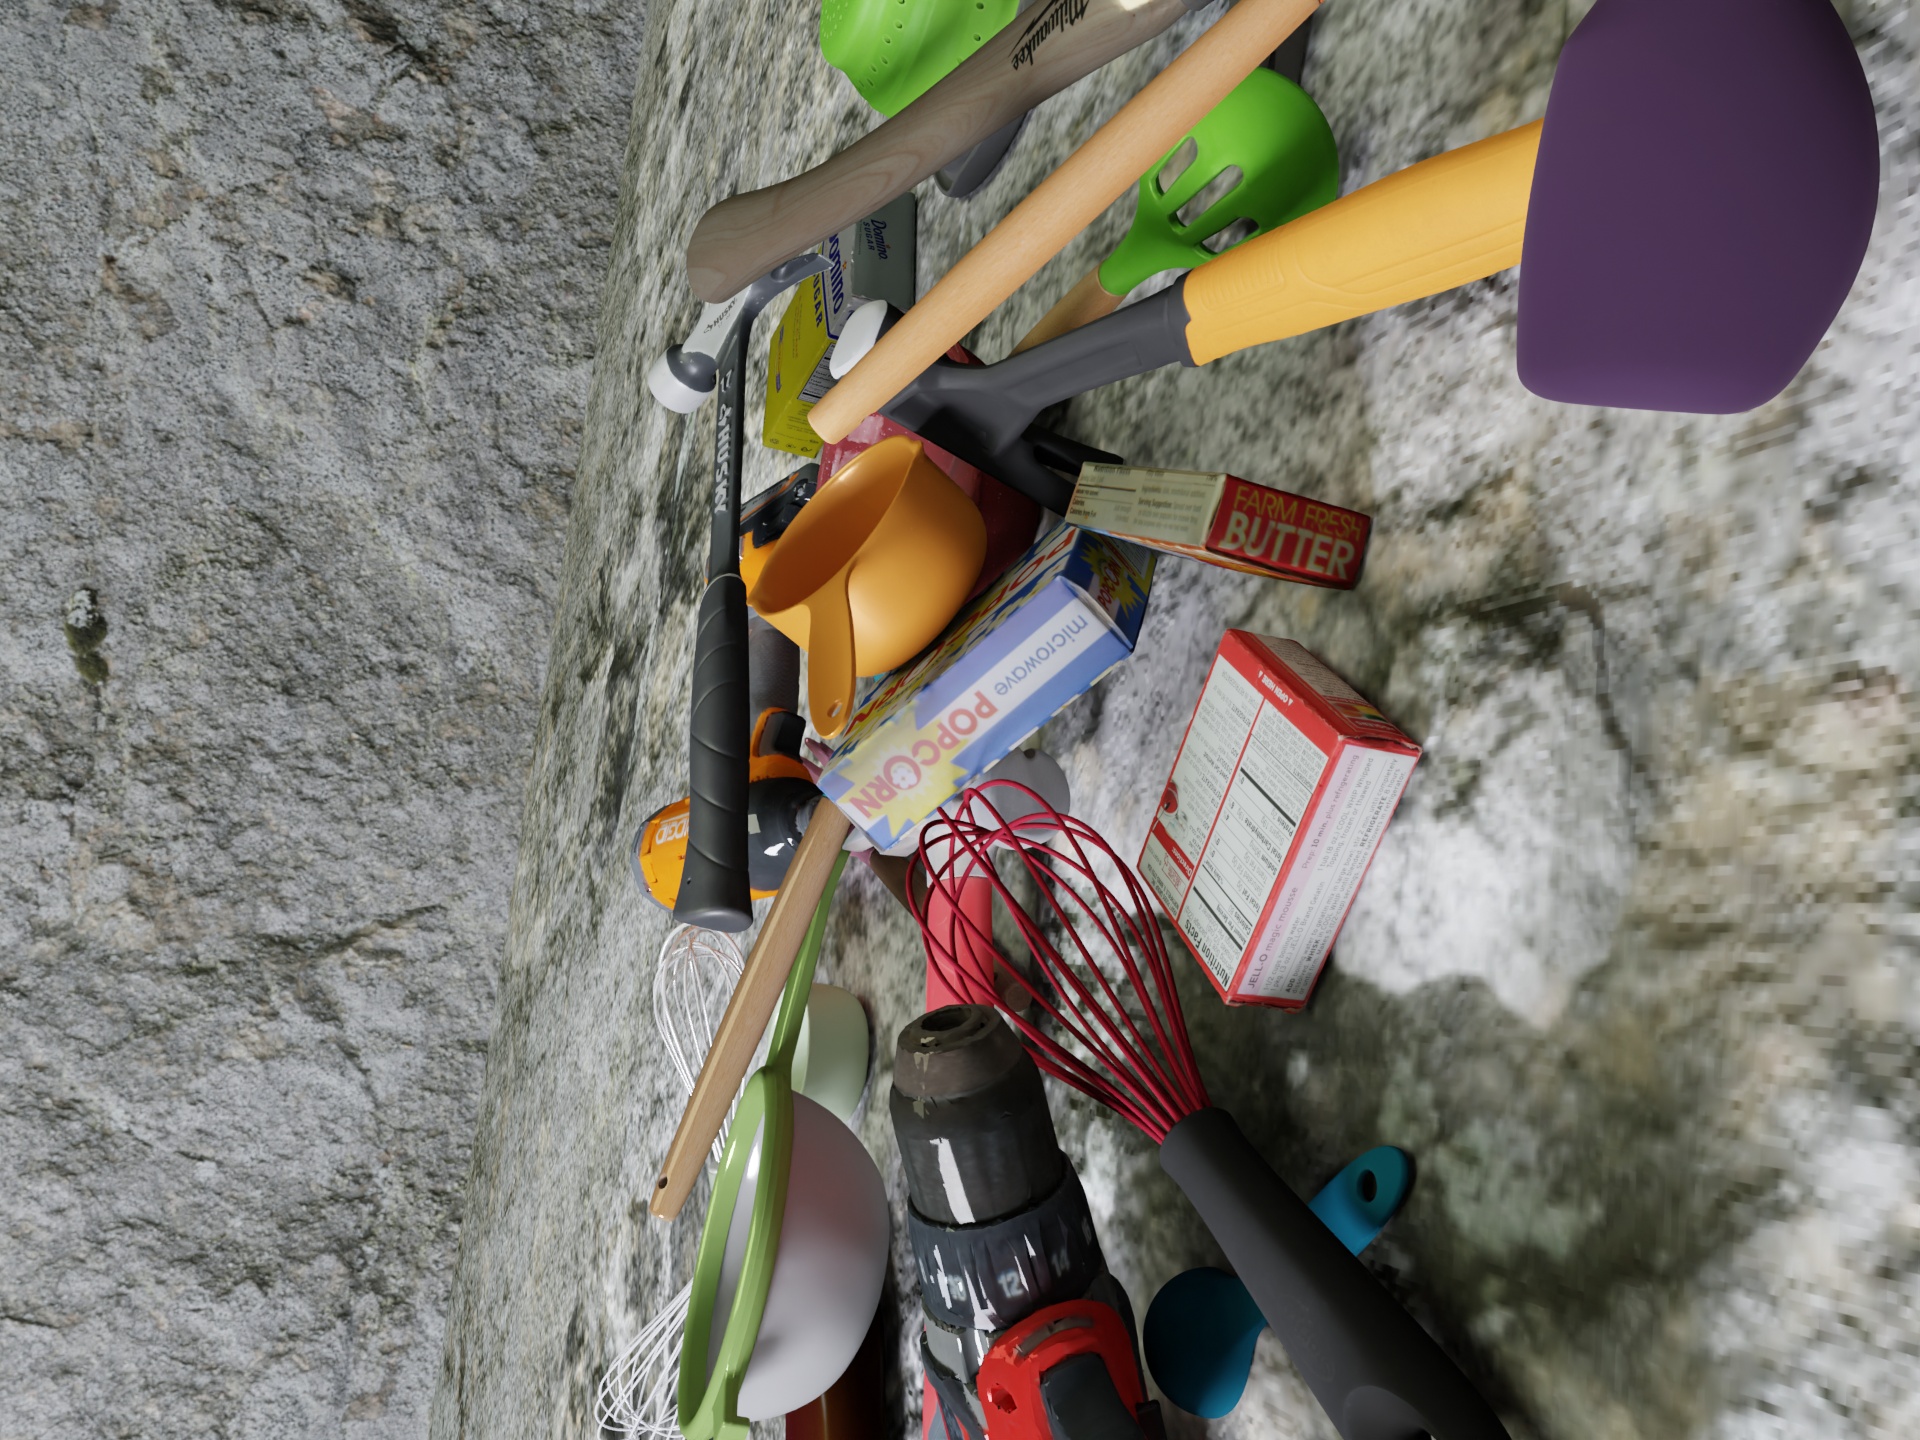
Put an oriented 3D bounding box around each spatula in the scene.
[{"bbox_3d":[-0.070,0.055,0.665,0.082,0.044,0.317,15,80,47],"label":"spatula"},{"bbox_3d":[0.069,-0.193,0.440,0.322,0.041,0.081,-39,9,18],"label":"spatula"},{"bbox_3d":[0.162,-0.201,0.329,0.018,0.060,0.316,54,-134,-64],"label":"spatula"}]

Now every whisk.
[{"bbox_3d":[-0.121,0.226,0.839,0.059,0.058,0.246,-7,94,29],"label":"whisk"},{"bbox_3d":[-0.146,0.333,0.925,0.284,0.070,0.070,-63,26,27],"label":"whisk"},{"bbox_3d":[0.056,0.104,0.446,0.296,0.073,0.073,50,128,52],"label":"whisk"}]

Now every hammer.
[{"bbox_3d":[0.089,-0.119,0.467,0.337,0.127,0.034,-5,63,59],"label":"hammer"},{"bbox_3d":[-0.116,-0.078,0.803,0.149,0.036,0.409,-37,44,38],"label":"hammer"},{"bbox_3d":[-0.014,-0.251,0.700,0.411,0.038,0.146,-9,79,53],"label":"hammer"},{"bbox_3d":[-0.007,0.211,0.594,0.143,0.038,0.386,-28,57,59],"label":"hammer"}]

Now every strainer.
[{"bbox_3d":[-0.058,0.177,0.683,0.151,0.069,0.256,137,148,-69],"label":"strainer"}]

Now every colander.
[{"bbox_3d":[0.006,-0.365,0.771,0.397,0.094,0.204,-129,52,-64],"label":"colander"}]

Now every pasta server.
[{"bbox_3d":[-0.036,0.072,0.766,0.060,0.040,0.316,-61,23,2],"label":"pasta server"}]

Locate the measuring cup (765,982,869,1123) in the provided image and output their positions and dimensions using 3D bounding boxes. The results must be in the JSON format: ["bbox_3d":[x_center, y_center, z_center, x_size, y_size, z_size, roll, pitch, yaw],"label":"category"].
[{"bbox_3d":[-0.084,0.160,0.857,0.168,0.038,0.083,-132,55,-67],"label":"measuring cup"}]

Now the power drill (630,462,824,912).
[{"bbox_3d":[-0.092,-0.014,0.834,0.164,0.084,0.227,-18,55,53],"label":"power drill"}]

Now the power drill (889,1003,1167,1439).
[{"bbox_3d":[0.042,0.181,0.378,0.227,0.080,0.188,-156,51,-71],"label":"power drill"}]

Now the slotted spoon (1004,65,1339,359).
[{"bbox_3d":[0.053,-0.165,0.634,0.031,0.070,0.314,-42,7,-16],"label":"slotted spoon"}]

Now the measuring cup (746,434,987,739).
[{"bbox_3d":[-0.029,-0.035,0.573,0.095,0.052,0.174,-39,30,22],"label":"measuring cup"}]

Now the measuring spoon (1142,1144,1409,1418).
[{"bbox_3d":[0.082,0.153,0.440,0.042,0.021,0.128,-101,29,-44],"label":"measuring spoon"}]
